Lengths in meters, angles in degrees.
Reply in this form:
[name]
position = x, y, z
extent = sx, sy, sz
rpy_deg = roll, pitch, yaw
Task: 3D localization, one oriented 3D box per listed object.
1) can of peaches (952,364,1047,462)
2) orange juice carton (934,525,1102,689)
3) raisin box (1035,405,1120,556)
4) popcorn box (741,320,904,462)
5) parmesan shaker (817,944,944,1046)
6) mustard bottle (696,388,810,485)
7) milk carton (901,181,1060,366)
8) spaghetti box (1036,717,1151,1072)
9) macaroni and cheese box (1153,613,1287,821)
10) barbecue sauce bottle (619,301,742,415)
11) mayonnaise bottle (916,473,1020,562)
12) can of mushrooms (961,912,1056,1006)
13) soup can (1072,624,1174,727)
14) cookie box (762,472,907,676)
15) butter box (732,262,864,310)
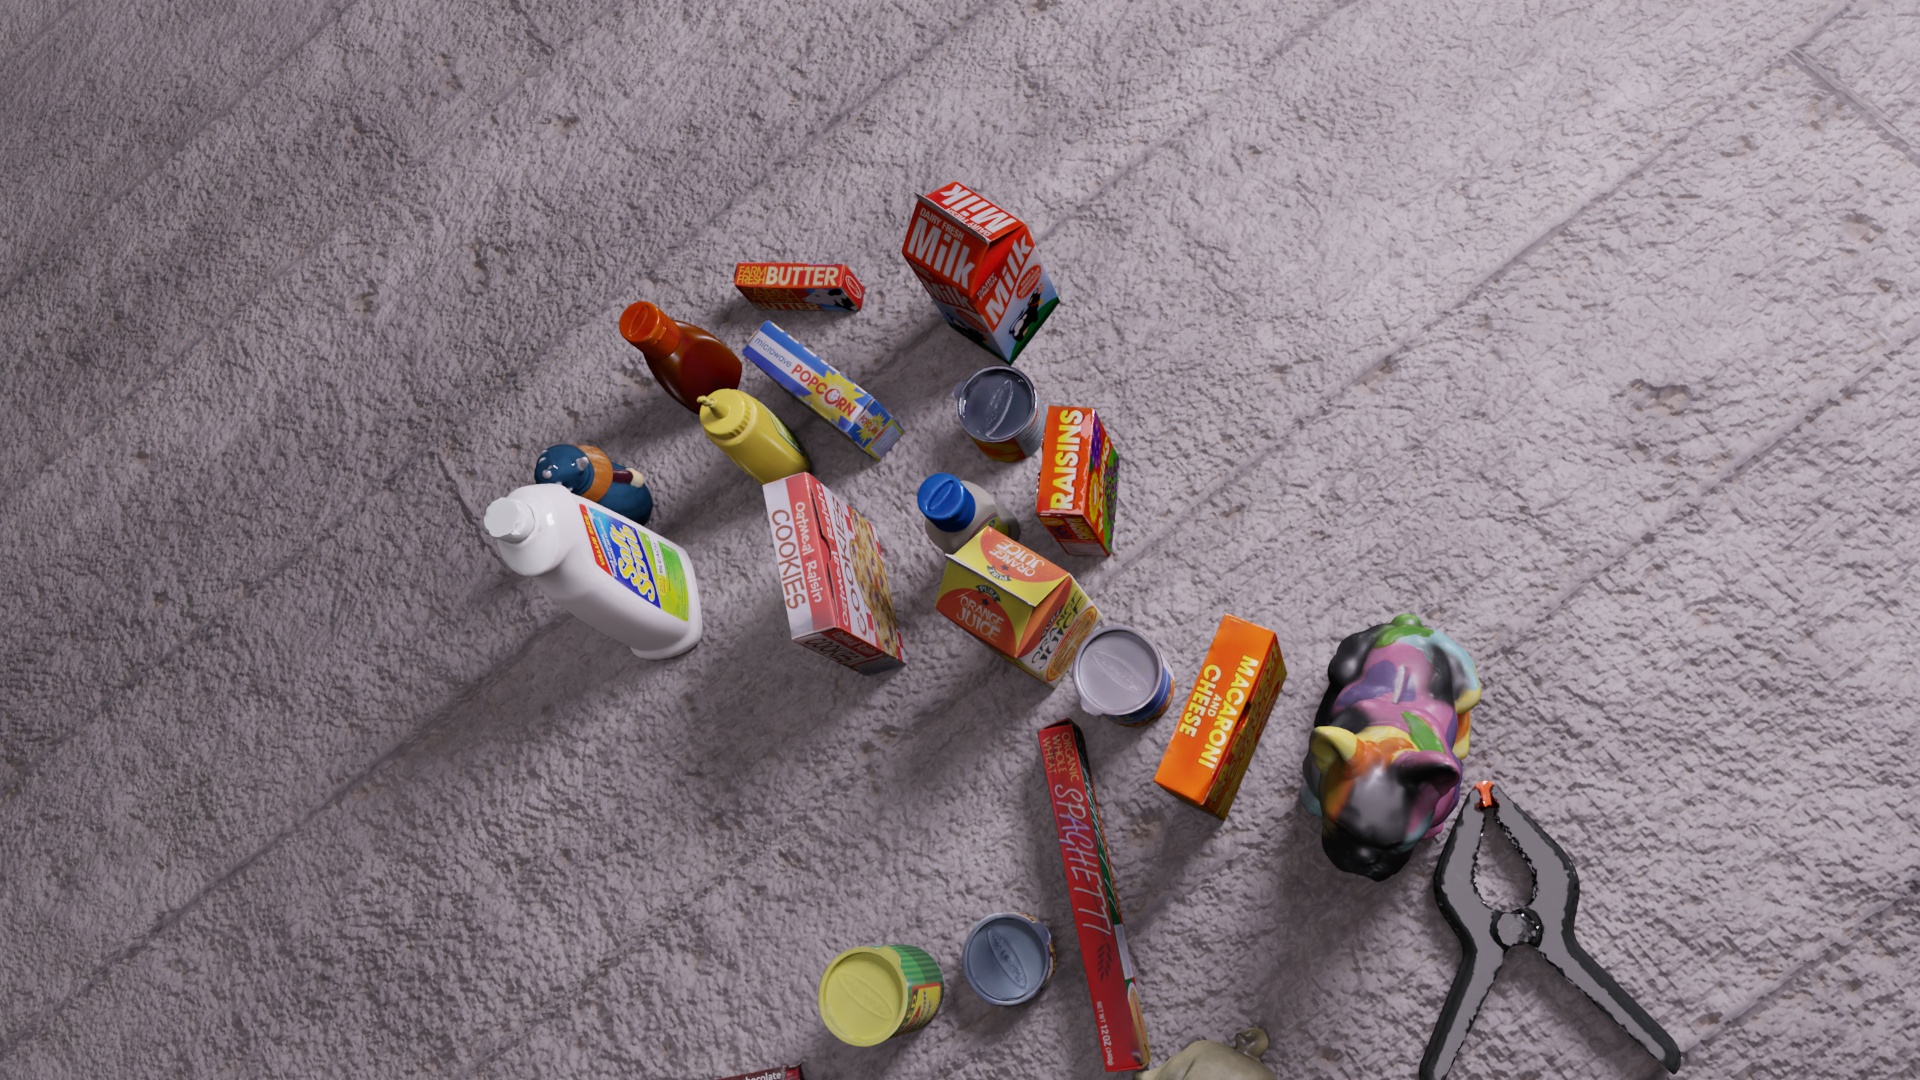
[can of peaches]
position = 0.033, -0.104, 1.136
extent = 0.071, 0.058, 0.071
rpy_deg = -4, 74, 14
[orange juice carton]
position = 0.042, 0.049, 1.019
extent = 0.072, 0.192, 0.073
rpy_deg = 31, 85, 20
[raisin box]
position = 0.091, -0.044, 1.069
extent = 0.040, 0.123, 0.086
rpy_deg = 4, 77, 16
[popcorn box]
position = -0.115, -0.125, 1.166
extent = 0.127, 0.085, 0.038
rpy_deg = 38, 88, 21
[parmesan shaker]
position = -0.054, 0.328, 1.016
extent = 0.071, 0.103, 0.071
rpy_deg = -4, 75, 14
[mustard bottle]
position = -0.173, -0.088, 1.132
extent = 0.049, 0.160, 0.065
rpy_deg = -37, 69, 3
[milk carton]
position = 0.015, -0.216, 1.101
extent = 0.072, 0.190, 0.073
rpy_deg = 36, 87, 21
[spaghetti box]
position = 0.098, 0.257, 1.023
extent = 0.028, 0.050, 0.250
rpy_deg = -15, 72, 11
[macaroni and cheese box]
position = 0.186, 0.128, 0.973
extent = 0.040, 0.166, 0.124
rpy_deg = 22, 82, 19
[barbecue sauce bottle]
position = -0.237, -0.156, 1.174
extent = 0.044, 0.148, 0.065
rpy_deg = 26, 84, 20
[mayonnaise bottle]
position = 0.004, -0.013, 1.070
extent = 0.041, 0.148, 0.065
rpy_deg = 39, 88, 21
[can of mushrooms]
position = 0.039, 0.310, 1.033
extent = 0.071, 0.033, 0.071
rpy_deg = -4, 74, 14
[soup can]
position = 0.122, 0.105, 1.041
extent = 0.071, 0.083, 0.071
rpy_deg = -4, 75, 14
[cookie box]
position = -0.094, 0.030, 1.074
extent = 0.040, 0.167, 0.123
rpy_deg = -17, 72, 10
[butter box]
position = -0.142, -0.222, 1.217
extent = 0.103, 0.053, 0.024
rpy_deg = 4, 77, 16
